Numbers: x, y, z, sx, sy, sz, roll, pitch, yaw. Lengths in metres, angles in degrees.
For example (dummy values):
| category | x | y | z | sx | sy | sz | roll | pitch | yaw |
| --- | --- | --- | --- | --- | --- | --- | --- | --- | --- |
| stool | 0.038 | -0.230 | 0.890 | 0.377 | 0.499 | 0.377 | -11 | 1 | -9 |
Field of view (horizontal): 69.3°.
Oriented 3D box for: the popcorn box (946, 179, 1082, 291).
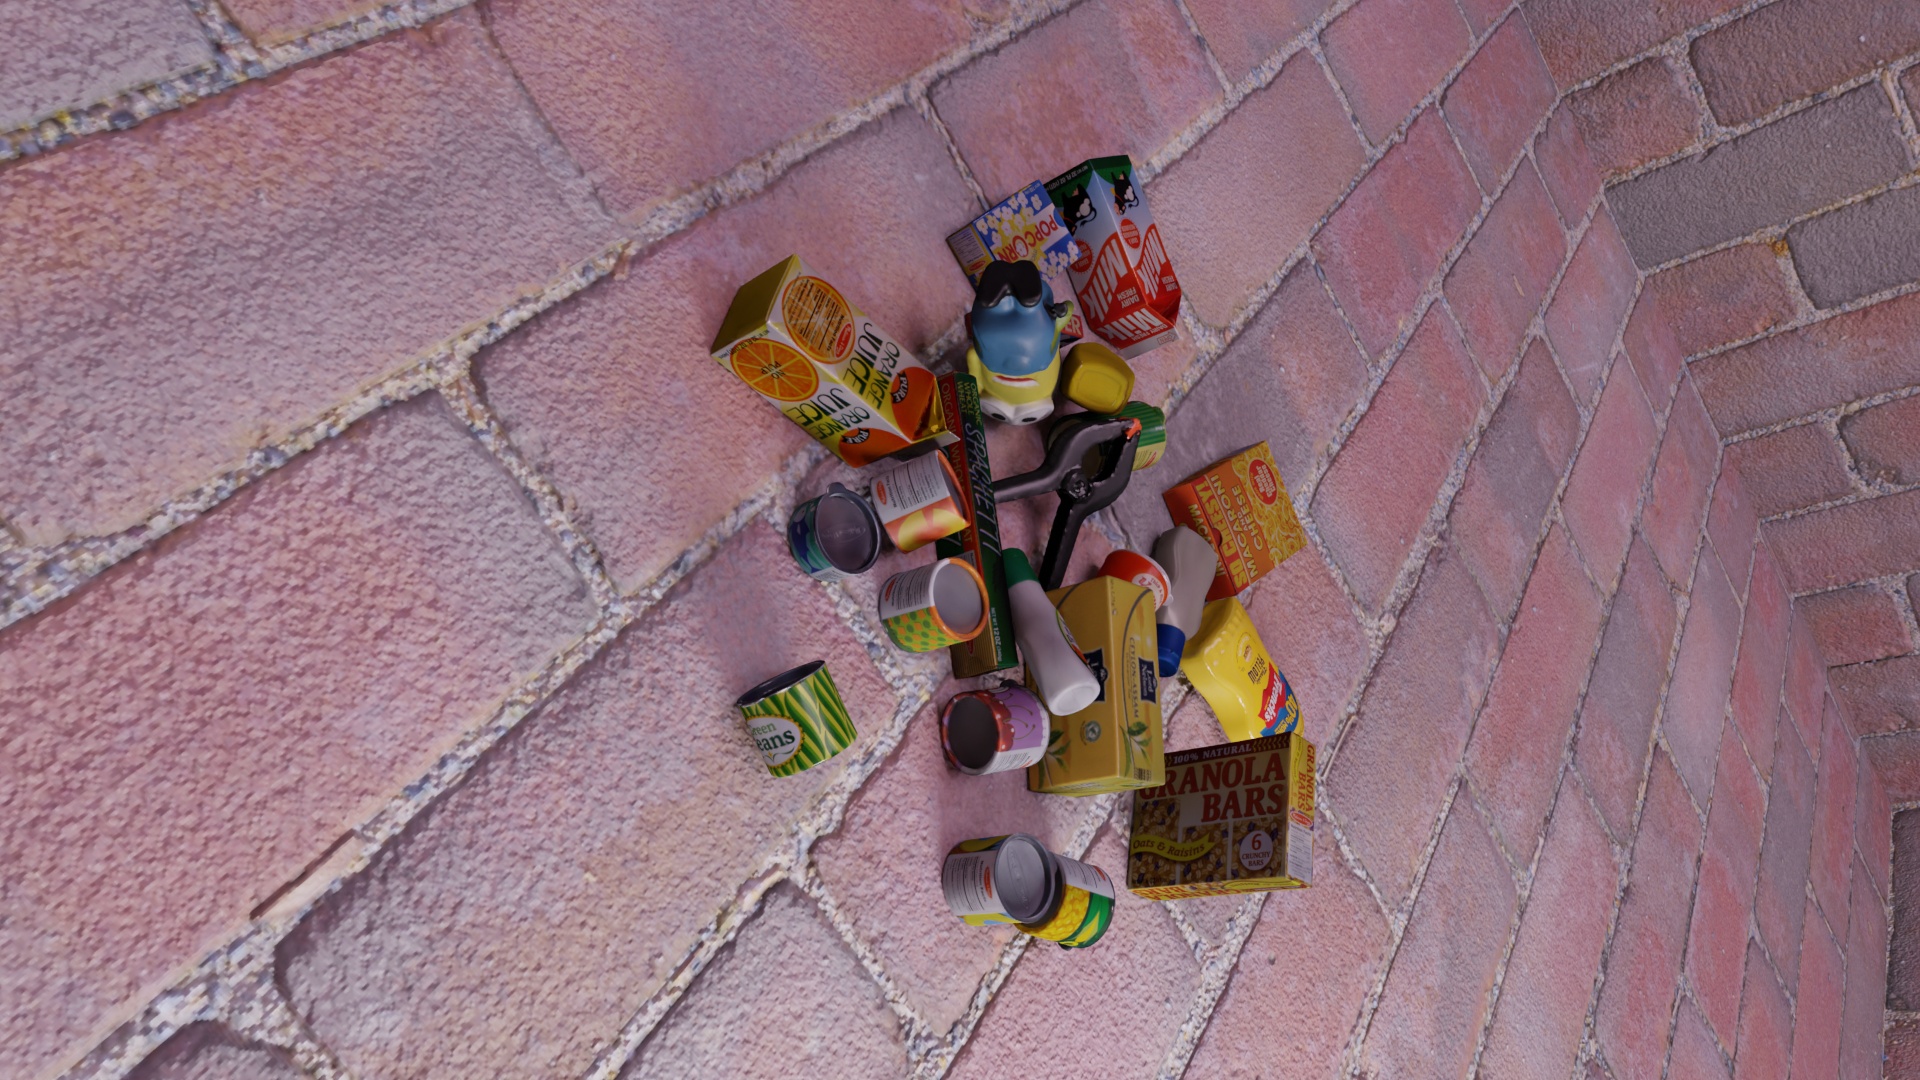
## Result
| category | x | y | z | sx | sy | sz | roll | pitch | yaw |
| --- | --- | --- | --- | --- | --- | --- | --- | --- | --- |
| popcorn box | 0.051 | -0.272 | 1.287 | 0.085 | 0.038 | 0.127 | 58 | 44 | -12 |

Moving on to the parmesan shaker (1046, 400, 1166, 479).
| category | x | y | z | sx | sy | sz | roll | pitch | yaw |
| --- | --- | --- | --- | --- | --- | --- | --- | --- | --- |
| parmesan shaker | 0.136 | -0.093 | 1.285 | 0.103 | 0.071 | 0.071 | -15 | 87 | -47 |

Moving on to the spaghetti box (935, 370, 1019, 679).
| category | x | y | z | sx | sy | sz | roll | pitch | yaw |
| --- | --- | --- | --- | --- | --- | --- | --- | --- | --- |
| spaghetti box | 0.004 | -0.014 | 1.135 | 0.029 | 0.050 | 0.250 | 4 | 73 | -45 |

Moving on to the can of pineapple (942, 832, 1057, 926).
| category | x | y | z | sx | sy | sz | roll | pitch | yaw |
| --- | --- | --- | --- | --- | --- | --- | --- | --- | --- |
| can of pineapple | 0.030 | 0.258 | 1.057 | 0.071 | 0.057 | 0.071 | 18 | 64 | -41 |

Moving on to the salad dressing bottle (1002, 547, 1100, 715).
| category | x | y | z | sx | sy | sz | roll | pitch | yaw |
| --- | --- | --- | --- | --- | --- | --- | --- | --- | --- |
| salad dressing bottle | 0.063 | 0.071 | 1.129 | 0.148 | 0.044 | 0.064 | 63 | 2 | 35 |

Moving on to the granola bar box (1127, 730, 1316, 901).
| category | x | y | z | sx | sy | sz | roll | pitch | yaw |
| --- | --- | --- | --- | --- | --- | --- | --- | --- | --- |
| granola bar box | 0.220 | 0.237 | 1.183 | 0.039 | 0.165 | 0.125 | 31 | 56 | -34 |

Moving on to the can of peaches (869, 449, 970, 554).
| category | x | y | z | sx | sy | sz | roll | pitch | yaw |
| --- | --- | --- | --- | --- | --- | --- | --- | --- | --- |
| can of peaches | -0.030 | -0.030 | 1.083 | 0.071 | 0.058 | 0.071 | 66 | 10 | 0 |

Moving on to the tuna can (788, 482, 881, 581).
| category | x | y | z | sx | sy | sz | roll | pitch | yaw |
| --- | --- | --- | --- | --- | --- | --- | --- | --- | --- |
| tuna can | -0.095 | -0.006 | 1.042 | 0.071 | 0.032 | 0.071 | 18 | 63 | -41 |

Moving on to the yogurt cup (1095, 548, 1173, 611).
| category | x | y | z | sx | sy | sz | roll | pitch | yaw |
| --- | --- | --- | --- | --- | --- | --- | --- | --- | --- |
| yogurt cup | 0.148 | 0.049 | 1.253 | 0.072 | 0.072 | 0.054 | 55 | 53 | -17 |

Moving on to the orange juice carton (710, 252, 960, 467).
| category | x | y | z | sx | sy | sz | roll | pitch | yaw |
| --- | --- | --- | --- | --- | --- | --- | --- | --- | --- |
| orange juice carton | -0.088 | -0.122 | 1.063 | 0.192 | 0.071 | 0.073 | 39 | 52 | -30 |

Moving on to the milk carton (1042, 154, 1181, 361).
| category | x | y | z | sx | sy | sz | roll | pitch | yaw |
| --- | --- | --- | --- | --- | --- | --- | --- | --- | --- |
| milk carton | 0.154 | -0.276 | 1.370 | 0.074 | 0.072 | 0.190 | -24 | 94 | -48 |

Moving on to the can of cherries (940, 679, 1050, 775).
| category | x | y | z | sx | sy | sz | roll | pitch | yaw |
| --- | --- | --- | --- | --- | --- | --- | --- | --- | --- |
| can of cherries | 0.026 | 0.146 | 1.089 | 0.058 | 0.071 | 0.071 | -1 | 76 | -45 |

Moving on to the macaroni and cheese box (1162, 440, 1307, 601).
| category | x | y | z | sx | sy | sz | roll | pitch | yaw |
| --- | --- | --- | --- | --- | --- | --- | --- | --- | --- |
| macaroni and cheese box | 0.288 | -0.023 | 1.439 | 0.167 | 0.040 | 0.123 | -27 | 95 | -48 |

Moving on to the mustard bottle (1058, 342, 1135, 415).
| category | x | y | z | sx | sy | sz | roll | pitch | yaw |
| --- | --- | --- | --- | --- | --- | --- | --- | --- | --- |
| mustard bottle | 0.123 | -0.154 | 1.279 | 0.065 | 0.048 | 0.161 | 22 | 16 | -4 |

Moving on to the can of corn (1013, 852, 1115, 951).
| category | x | y | z | sx | sy | sz | roll | pitch | yaw |
| --- | --- | --- | --- | --- | --- | --- | --- | --- | --- |
| can of corn | 0.077 | 0.284 | 1.093 | 0.058 | 0.071 | 0.071 | 27 | 58 | -37 |

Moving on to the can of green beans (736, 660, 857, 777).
| category | x | y | z | sx | sy | sz | roll | pitch | yaw |
| --- | --- | --- | --- | --- | --- | --- | --- | --- | --- |
| can of green beans | -0.112 | 0.122 | 0.954 | 0.071 | 0.071 | 0.057 | -30 | 99 | -47 |

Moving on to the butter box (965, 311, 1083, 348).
| category | x | y | z | sx | sy | sz | roll | pitch | yaw |
| --- | --- | --- | --- | --- | --- | --- | --- | --- | --- |
| butter box | 0.058 | -0.194 | 1.255 | 0.103 | 0.053 | 0.024 | 8 | 69 | -45 |

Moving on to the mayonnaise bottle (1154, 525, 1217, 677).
| category | x | y | z | sx | sy | sz | roll | pitch | yaw |
| --- | --- | --- | --- | --- | --- | --- | --- | --- | --- |
| mayonnaise bottle | 0.204 | 0.060 | 1.323 | 0.064 | 0.041 | 0.149 | 40 | 51 | -25 |

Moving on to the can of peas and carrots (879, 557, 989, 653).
| category | x | y | z | sx | sy | sz | roll | pitch | yaw |
| --- | --- | --- | --- | --- | --- | --- | --- | --- | --- |
| can of peas and carrots | -0.018 | 0.052 | 1.082 | 0.071 | 0.058 | 0.071 | 18 | 64 | -41 |
